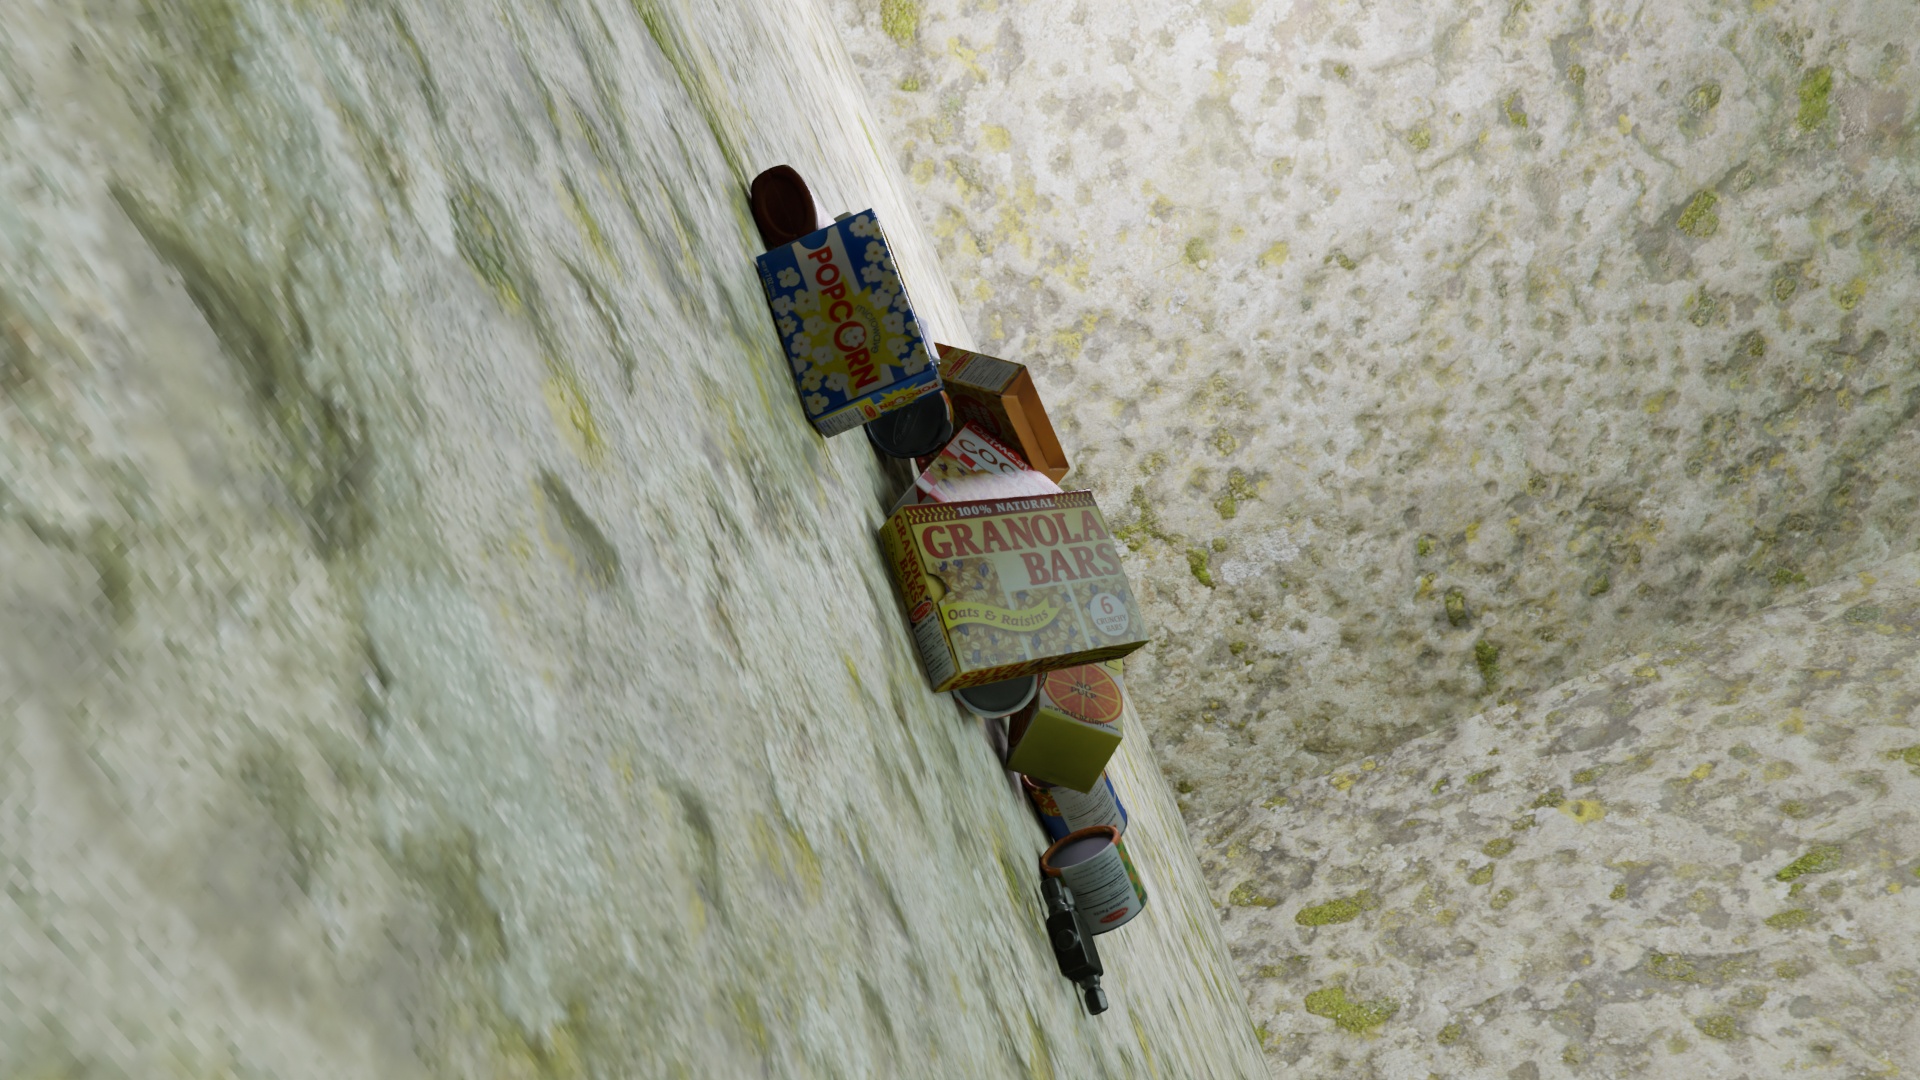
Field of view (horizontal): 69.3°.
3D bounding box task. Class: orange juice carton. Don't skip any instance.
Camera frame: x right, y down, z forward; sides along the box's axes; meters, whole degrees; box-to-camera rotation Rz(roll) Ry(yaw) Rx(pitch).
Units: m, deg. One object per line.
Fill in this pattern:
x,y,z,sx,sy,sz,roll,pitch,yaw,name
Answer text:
0.087,0.107,1.139,0.194,0.072,0.072,-82,-167,-53,orange juice carton

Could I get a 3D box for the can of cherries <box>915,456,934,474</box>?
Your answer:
-0.006,-0.072,1.320,0.071,0.058,0.071,-25,93,-85,can of cherries

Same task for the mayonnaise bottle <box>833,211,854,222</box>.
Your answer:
-0.082,-0.237,1.243,0.064,0.041,0.149,57,3,-42,mayonnaise bottle

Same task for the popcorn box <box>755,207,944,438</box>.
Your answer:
-0.072,-0.140,0.897,0.038,0.085,0.127,54,15,-70,popcorn box

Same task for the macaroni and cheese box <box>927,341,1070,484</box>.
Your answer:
0.004,-0.111,1.197,0.166,0.040,0.123,21,-29,39,macaroni and cheese box

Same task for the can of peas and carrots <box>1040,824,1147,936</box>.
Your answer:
0.101,0.258,1.062,0.071,0.071,0.058,-78,145,-79,can of peas and carrots

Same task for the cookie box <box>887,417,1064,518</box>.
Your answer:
0.025,-0.022,1.080,0.123,0.040,0.168,40,27,-2,cookie box

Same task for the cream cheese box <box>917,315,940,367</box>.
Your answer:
-0.066,-0.160,1.045,0.104,0.024,0.053,19,38,-33,cream cheese box

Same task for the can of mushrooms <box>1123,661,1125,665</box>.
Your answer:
0.138,0.099,1.395,0.071,0.033,0.071,-25,93,-85,can of mushrooms

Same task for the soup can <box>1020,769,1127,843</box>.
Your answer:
0.093,0.211,1.161,0.072,0.071,0.083,-102,167,-59,soup can

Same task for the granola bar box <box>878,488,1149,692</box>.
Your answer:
0.040,0.031,0.965,0.039,0.166,0.124,-44,-120,49,granola bar box

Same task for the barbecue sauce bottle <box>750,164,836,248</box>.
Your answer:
-0.113,-0.229,1.039,0.148,0.043,0.065,23,43,-81,barbecue sauce bottle

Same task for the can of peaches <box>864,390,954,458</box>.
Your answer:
-0.038,-0.097,1.099,0.058,0.071,0.071,-37,105,-84,can of peaches

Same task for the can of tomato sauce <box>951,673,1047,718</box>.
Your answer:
0.030,0.093,1.015,0.083,0.071,0.071,8,60,-82,can of tomato sauce
